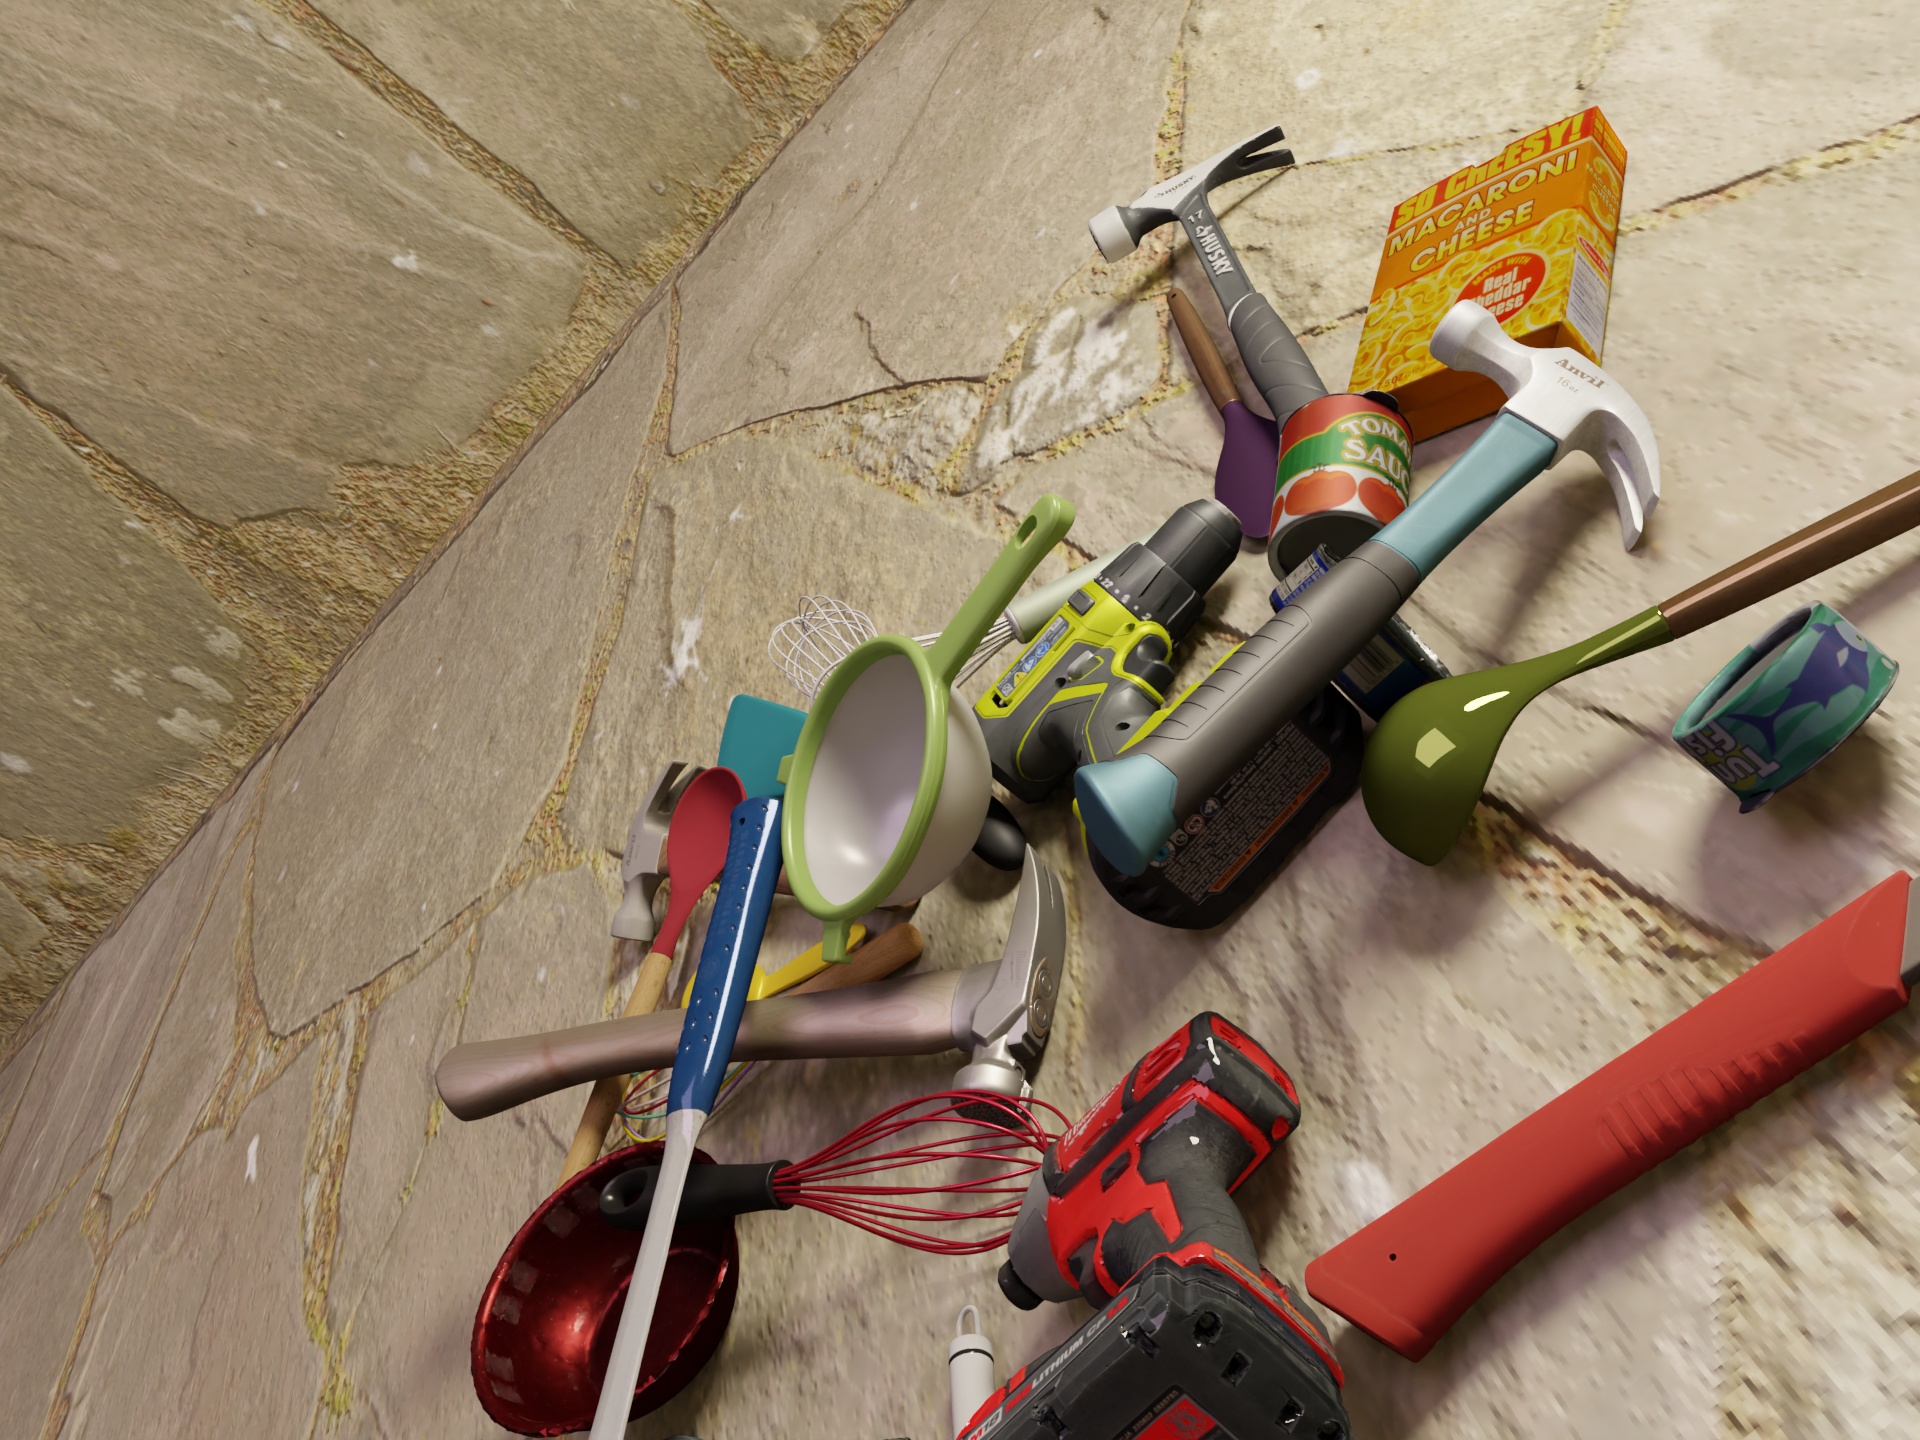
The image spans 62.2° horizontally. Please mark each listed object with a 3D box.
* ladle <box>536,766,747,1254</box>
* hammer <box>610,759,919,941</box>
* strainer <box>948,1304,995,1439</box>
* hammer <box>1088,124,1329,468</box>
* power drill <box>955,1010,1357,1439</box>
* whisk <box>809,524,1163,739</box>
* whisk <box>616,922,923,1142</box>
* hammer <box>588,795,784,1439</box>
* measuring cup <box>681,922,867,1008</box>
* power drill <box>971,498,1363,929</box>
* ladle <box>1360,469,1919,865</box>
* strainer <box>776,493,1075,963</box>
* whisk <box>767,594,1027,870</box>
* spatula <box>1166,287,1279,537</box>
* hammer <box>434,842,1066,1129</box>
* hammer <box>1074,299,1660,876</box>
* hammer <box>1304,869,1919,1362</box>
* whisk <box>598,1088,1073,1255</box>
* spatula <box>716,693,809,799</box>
[{"bbox_3d":[-0.190,0.166,0.961,0.069,0.031,0.316,-11,48,37],"label":"ladle"},{"bbox_3d":[-0.133,0.092,1.039,0.331,0.031,0.130,-2,77,51],"label":"hammer"},{"bbox_3d":[0.008,0.323,0.577,0.087,0.050,0.259,-55,21,26],"label":"strainer"},{"bbox_3d":[0.180,-0.263,0.992,0.149,0.036,0.409,-27,36,15],"label":"hammer"},{"bbox_3d":[0.058,0.198,0.548,0.143,0.078,0.220,-47,4,14],"label":"power drill"},{"bbox_3d":[0.024,-0.050,0.910,0.246,0.058,0.059,-27,0,-4],"label":"whisk"},{"bbox_3d":[-0.119,0.180,0.931,0.245,0.051,0.047,-35,26,23],"label":"whisk"},{"bbox_3d":[-0.129,0.199,0.760,0.144,0.035,0.406,-28,36,34],"label":"hammer"},{"bbox_3d":[-0.117,0.151,0.972,0.156,0.029,0.062,-33,33,35],"label":"measuring cup"},{"bbox_3d":[0.101,-0.014,0.795,0.190,0.080,0.229,-48,26,6],"label":"power drill"},{"bbox_3d":[0.292,-0.039,0.586,0.320,0.062,0.078,-30,15,23],"label":"ladle"},{"bbox_3d":[-0.001,-0.003,0.801,0.256,0.069,0.152,-54,36,27],"label":"strainer"},{"bbox_3d":[-0.036,0.003,0.954,0.070,0.070,0.285,-49,45,5],"label":"whisk"},{"bbox_3d":[0.161,-0.201,0.984,0.060,0.018,0.316,-36,32,20],"label":"spatula"},{"bbox_3d":[-0.131,0.164,0.871,0.410,0.038,0.146,-13,43,30],"label":"hammer"},{"bbox_3d":[0.163,-0.055,0.636,0.128,0.033,0.331,39,63,23],"label":"hammer"},{"bbox_3d":[0.254,0.082,0.494,0.359,0.036,0.149,-41,29,18],"label":"hammer"},{"bbox_3d":[-0.069,0.218,0.748,0.296,0.073,0.073,-16,43,35],"label":"whisk"},{"bbox_3d":[-0.059,0.018,1.029,0.317,0.044,0.082,-4,72,52],"label":"spatula"}]
